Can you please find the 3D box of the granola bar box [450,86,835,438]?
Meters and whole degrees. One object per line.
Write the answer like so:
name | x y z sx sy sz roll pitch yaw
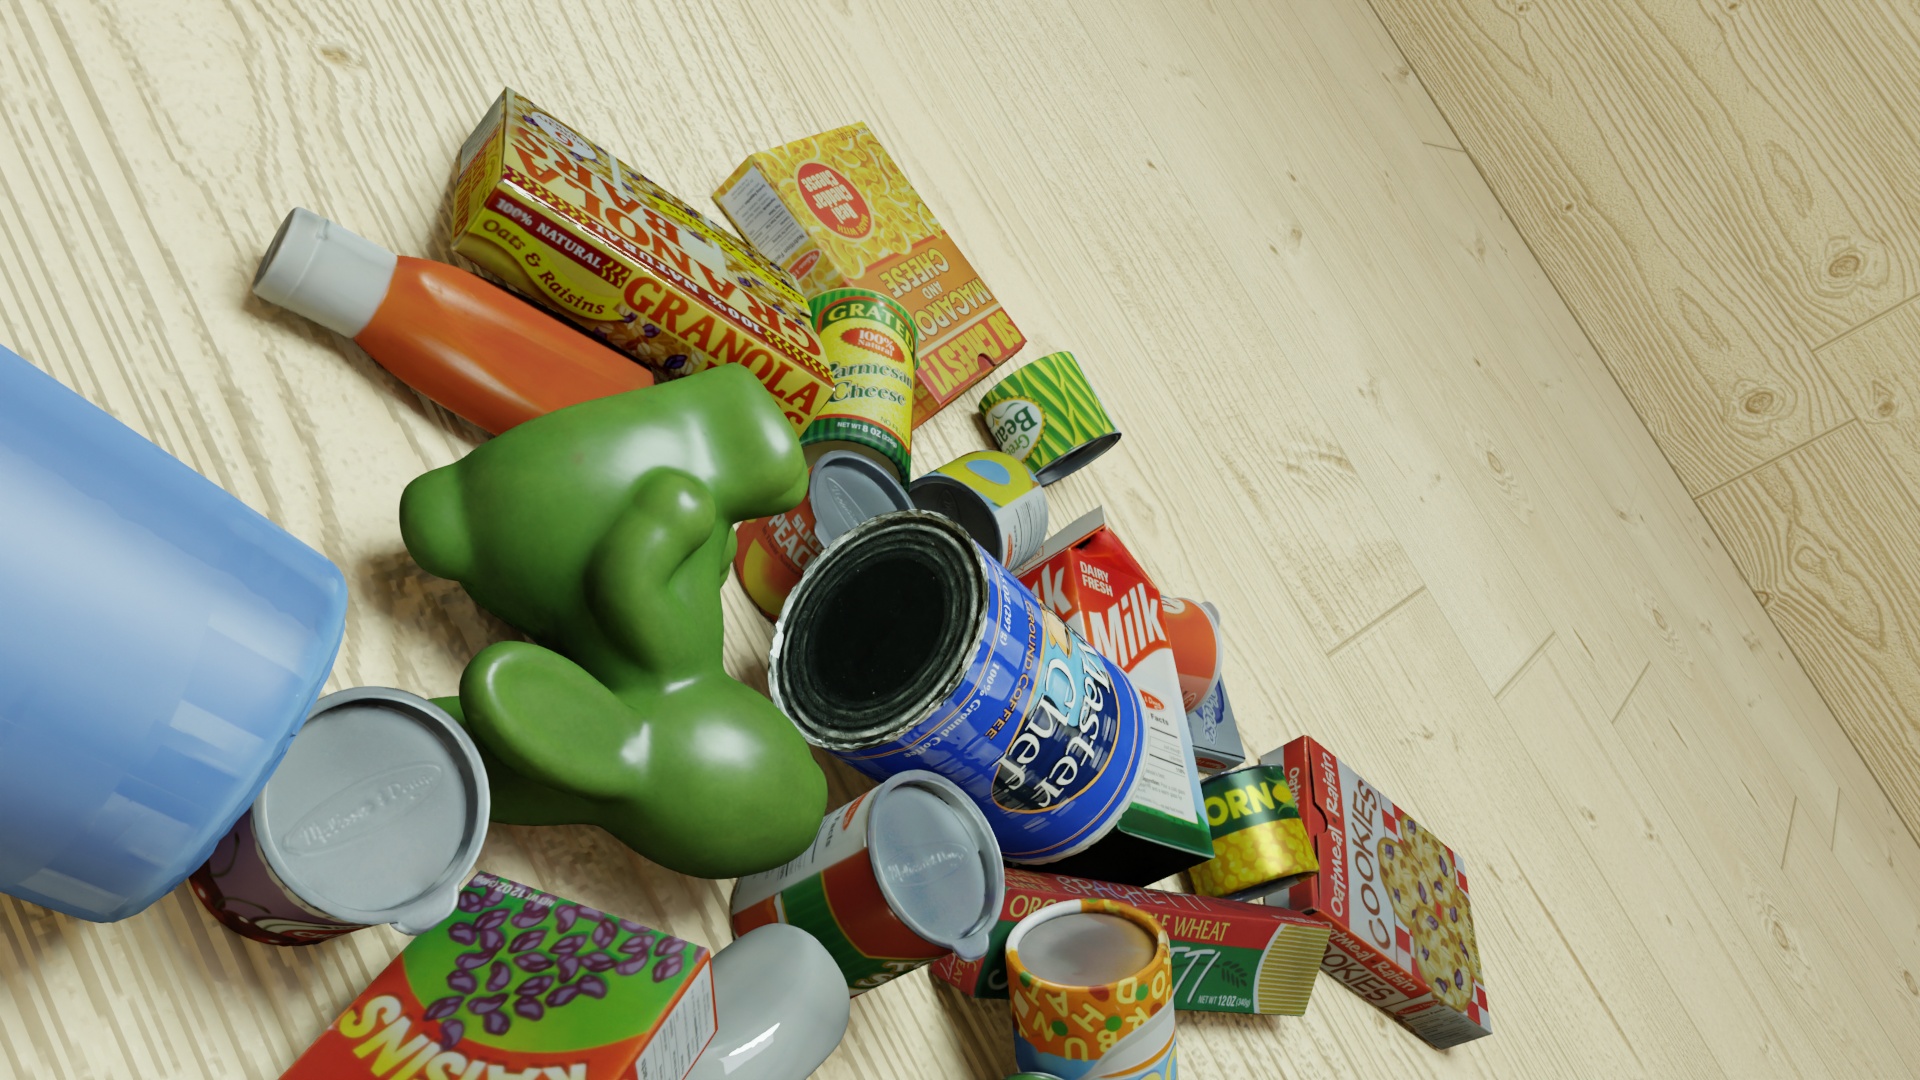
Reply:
granola bar box | -0.139 -0.123 0.617 0.165 0.039 0.125 30 21 -32

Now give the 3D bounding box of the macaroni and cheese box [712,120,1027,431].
macaroni and cheese box | -0.045 -0.152 0.788 0.166 0.040 0.124 52 35 -4

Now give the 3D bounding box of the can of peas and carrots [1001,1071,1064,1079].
can of peas and carrots | 0.024 0.241 0.512 0.071 0.070 0.059 58 35 4

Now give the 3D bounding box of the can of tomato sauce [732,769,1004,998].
can of tomato sauce | -0.034 0.134 0.521 0.071 0.082 0.071 31 41 -31

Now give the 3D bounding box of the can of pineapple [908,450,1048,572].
can of pineapple | 0.003 -0.009 0.703 0.071 0.070 0.058 56 32 1

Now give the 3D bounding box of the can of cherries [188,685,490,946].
can of cherries | -0.180 0.084 0.402 0.071 0.058 0.072 24 55 -39

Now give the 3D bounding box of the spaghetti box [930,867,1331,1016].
spaghetti box | 0.090 0.191 0.652 0.250 0.029 0.050 19 87 -41

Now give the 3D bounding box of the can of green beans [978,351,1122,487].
can of green beans | 0.052 -0.070 0.813 0.071 0.071 0.058 -16 74 -54

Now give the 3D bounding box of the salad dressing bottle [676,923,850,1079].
salad dressing bottle | -0.097 0.179 0.433 0.148 0.064 0.044 -32 108 -48

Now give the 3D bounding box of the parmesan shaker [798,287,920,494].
parmesan shaker | -0.052 -0.065 0.681 0.071 0.071 0.103 31 41 -31

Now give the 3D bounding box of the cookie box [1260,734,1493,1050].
cookie box | 0.249 0.211 0.835 0.167 0.040 0.123 38 38 -24

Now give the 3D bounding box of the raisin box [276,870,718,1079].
raisin box | -0.135 0.156 0.383 0.086 0.039 0.124 14 32 16

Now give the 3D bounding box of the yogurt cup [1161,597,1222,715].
yogurt cup | 0.102 0.062 0.766 0.054 0.072 0.072 12 52 -35

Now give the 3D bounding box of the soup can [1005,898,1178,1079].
soup can | 0.056 0.198 0.557 0.071 0.071 0.083 -32 120 -56

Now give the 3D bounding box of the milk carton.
milk carton | 0.061 0.075 0.697 0.073 0.072 0.191 24 46 -37

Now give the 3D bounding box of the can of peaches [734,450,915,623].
can of peaches | -0.061 0.002 0.624 0.071 0.058 0.071 31 42 -32

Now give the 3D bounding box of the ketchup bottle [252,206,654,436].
ketchup bottle | -0.194 -0.078 0.544 0.148 0.043 0.065 28 37 -34

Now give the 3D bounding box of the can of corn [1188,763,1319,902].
can of corn | 0.149 0.157 0.736 0.071 0.071 0.058 10 54 -46

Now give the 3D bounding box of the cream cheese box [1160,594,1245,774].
cream cheese box | 0.131 0.082 0.816 0.053 0.024 0.104 19 48 -41
